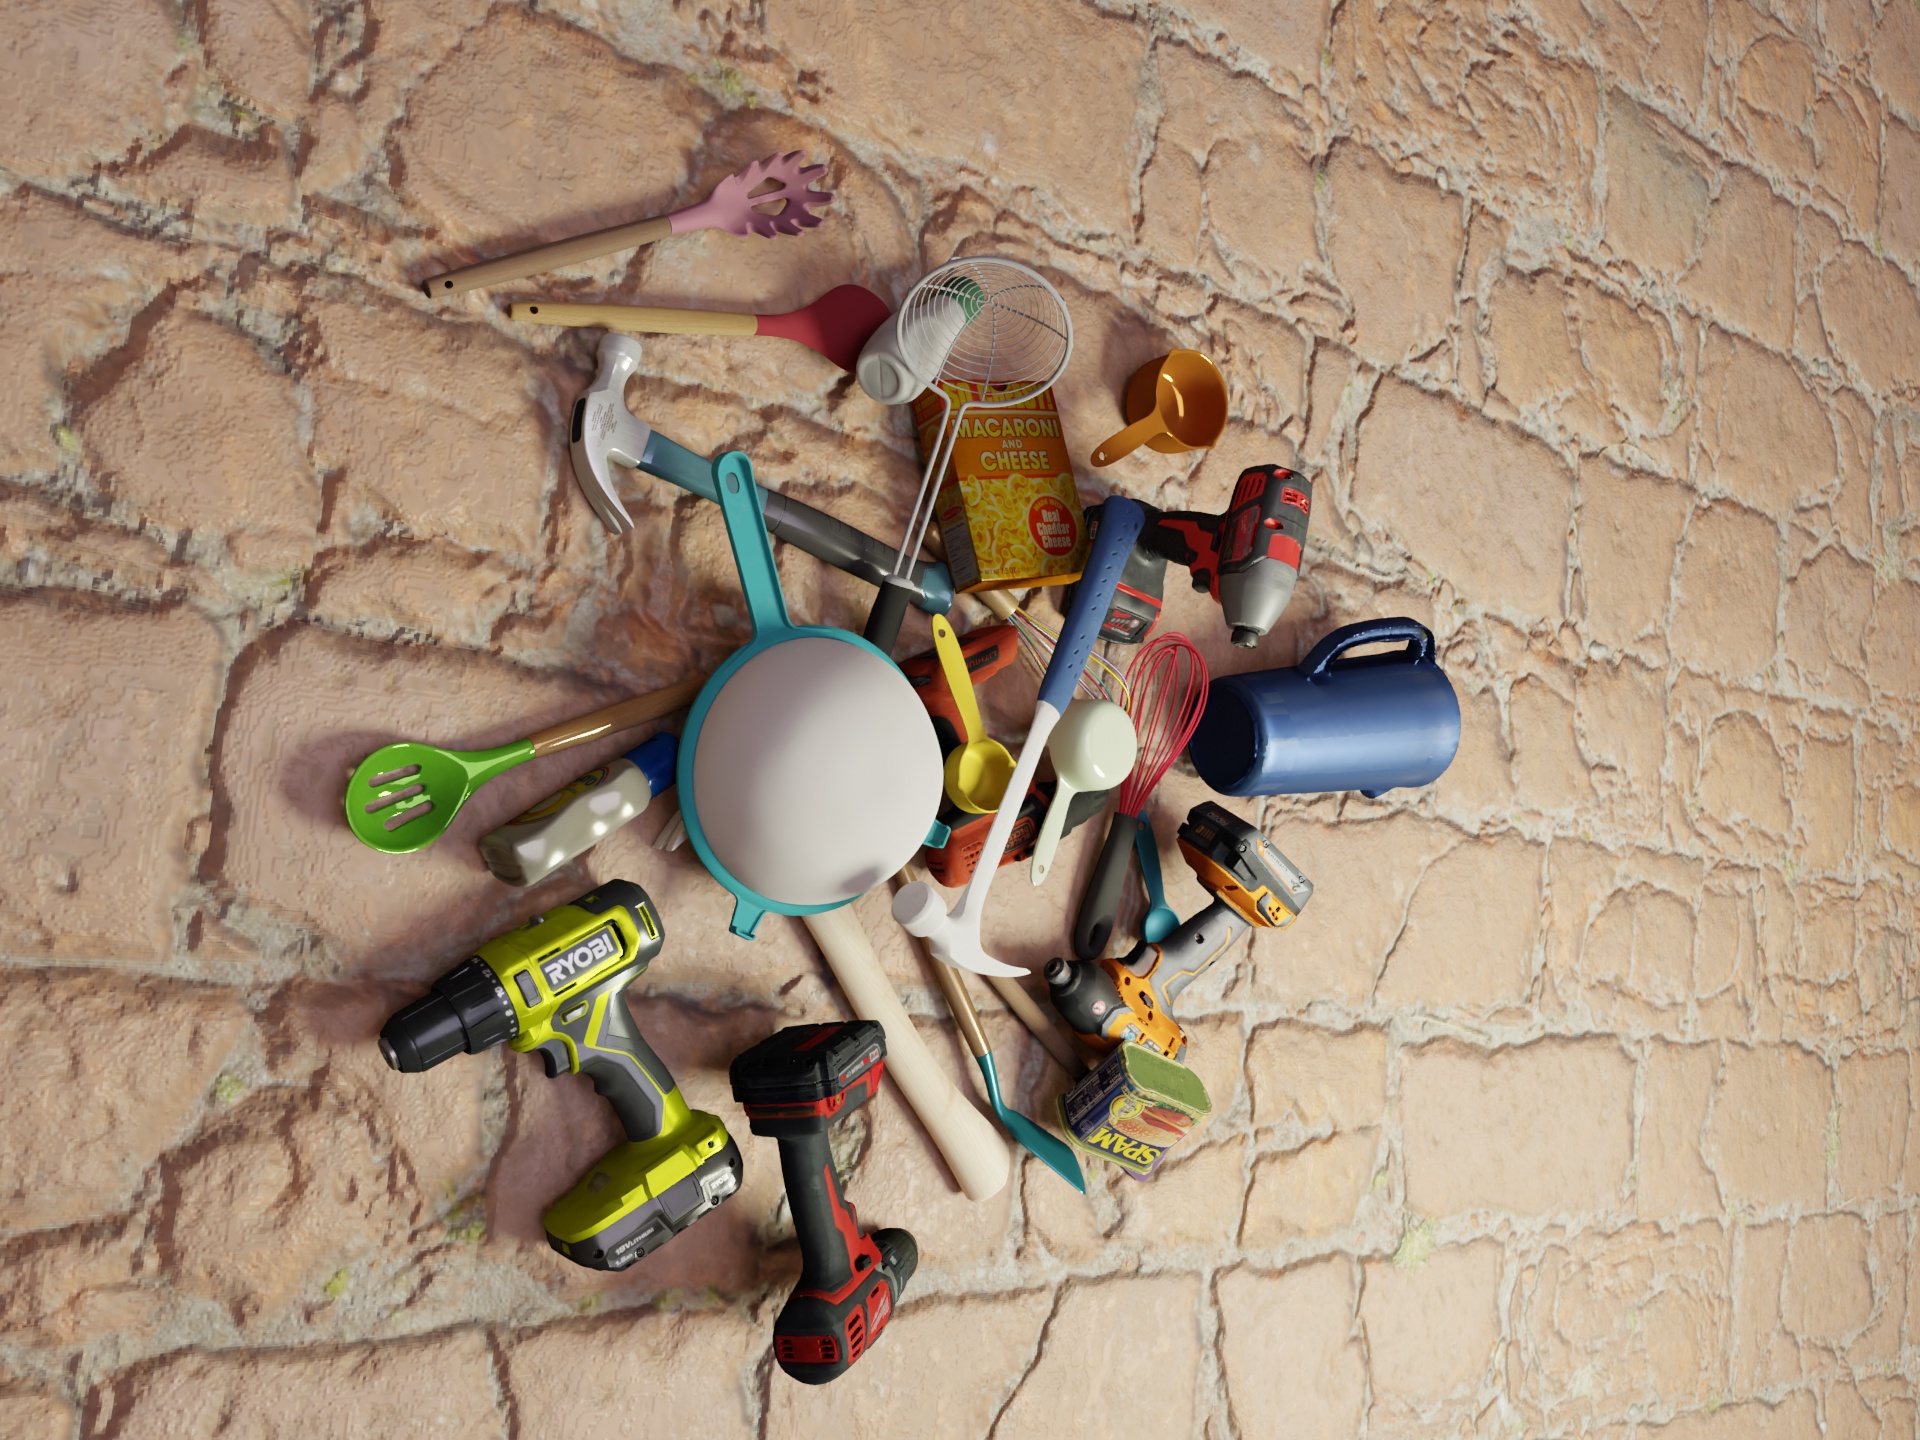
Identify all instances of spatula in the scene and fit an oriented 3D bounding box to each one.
[{"bbox_3d":[0.017,0.238,1.272,0.044,0.082,0.317,-23,100,2],"label":"spatula"},{"bbox_3d":[0.087,0.277,1.338,0.060,0.018,0.315,-49,116,-21],"label":"spatula"}]

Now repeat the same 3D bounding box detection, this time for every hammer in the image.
[{"bbox_3d":[-0.077,0.210,1.212,0.146,0.038,0.410,-38,110,-29],"label":"hammer"},{"bbox_3d":[-0.137,-0.155,1.181,0.330,0.033,0.128,24,74,-33],"label":"hammer"},{"bbox_3d":[0.065,0.004,1.215,0.143,0.035,0.406,48,56,-44],"label":"hammer"}]

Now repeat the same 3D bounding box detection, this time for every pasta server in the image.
[{"bbox_3d":[-0.227,-0.343,1.119,0.316,0.040,0.060,-27,115,-32],"label":"pasta server"}]

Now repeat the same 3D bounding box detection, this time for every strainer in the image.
[{"bbox_3d":[-0.100,-0.021,1.104,0.211,0.095,0.340,-23,108,-32],"label":"strainer"}]

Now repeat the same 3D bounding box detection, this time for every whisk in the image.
[{"bbox_3d":[0.150,0.064,1.370,0.073,0.073,0.296,22,82,-33],"label":"whisk"},{"bbox_3d":[0.052,-0.074,1.313,0.244,0.047,0.051,43,54,-22],"label":"whisk"}]

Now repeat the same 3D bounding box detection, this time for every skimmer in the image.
[{"bbox_3d":[-0.024,-0.156,1.165,0.127,0.090,0.363,17,99,-11],"label":"skimmer"}]

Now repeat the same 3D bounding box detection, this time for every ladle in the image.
[{"bbox_3d":[-0.175,-0.292,1.163,0.315,0.031,0.069,-6,94,-34],"label":"ladle"}]

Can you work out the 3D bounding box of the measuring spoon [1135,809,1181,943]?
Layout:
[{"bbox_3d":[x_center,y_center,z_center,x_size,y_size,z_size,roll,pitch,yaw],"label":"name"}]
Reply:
[{"bbox_3d":[0.165,0.143,1.405,0.042,0.021,0.129,-7,84,-32],"label":"measuring spoon"}]

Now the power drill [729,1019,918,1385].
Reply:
[{"bbox_3d":[-0.086,0.335,1.147,0.188,0.080,0.227,-11,93,-72],"label":"power drill"}]

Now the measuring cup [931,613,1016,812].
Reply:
[{"bbox_3d":[-0.002,-0.004,1.213,0.062,0.029,0.156,-18,92,-40],"label":"measuring cup"}]

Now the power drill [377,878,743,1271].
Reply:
[{"bbox_3d":[-0.258,0.243,1.057,0.190,0.080,0.228,-29,103,-33],"label":"power drill"}]

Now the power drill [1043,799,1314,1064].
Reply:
[{"bbox_3d":[0.175,0.182,1.333,0.226,0.084,0.164,-51,124,-3],"label":"power drill"}]

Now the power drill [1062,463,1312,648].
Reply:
[{"bbox_3d":[0.186,-0.123,1.297,0.078,0.220,0.143,19,78,-34],"label":"power drill"}]

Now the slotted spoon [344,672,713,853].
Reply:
[{"bbox_3d":[-0.270,0.013,1.085,0.313,0.031,0.070,-23,102,-36],"label":"slotted spoon"}]

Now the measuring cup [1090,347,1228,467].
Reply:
[{"bbox_3d":[0.159,-0.259,1.387,0.173,0.052,0.095,-35,109,-29],"label":"measuring cup"}]

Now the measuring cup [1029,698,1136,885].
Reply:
[{"bbox_3d":[0.096,0.057,1.272,0.083,0.038,0.168,40,60,-34],"label":"measuring cup"}]
